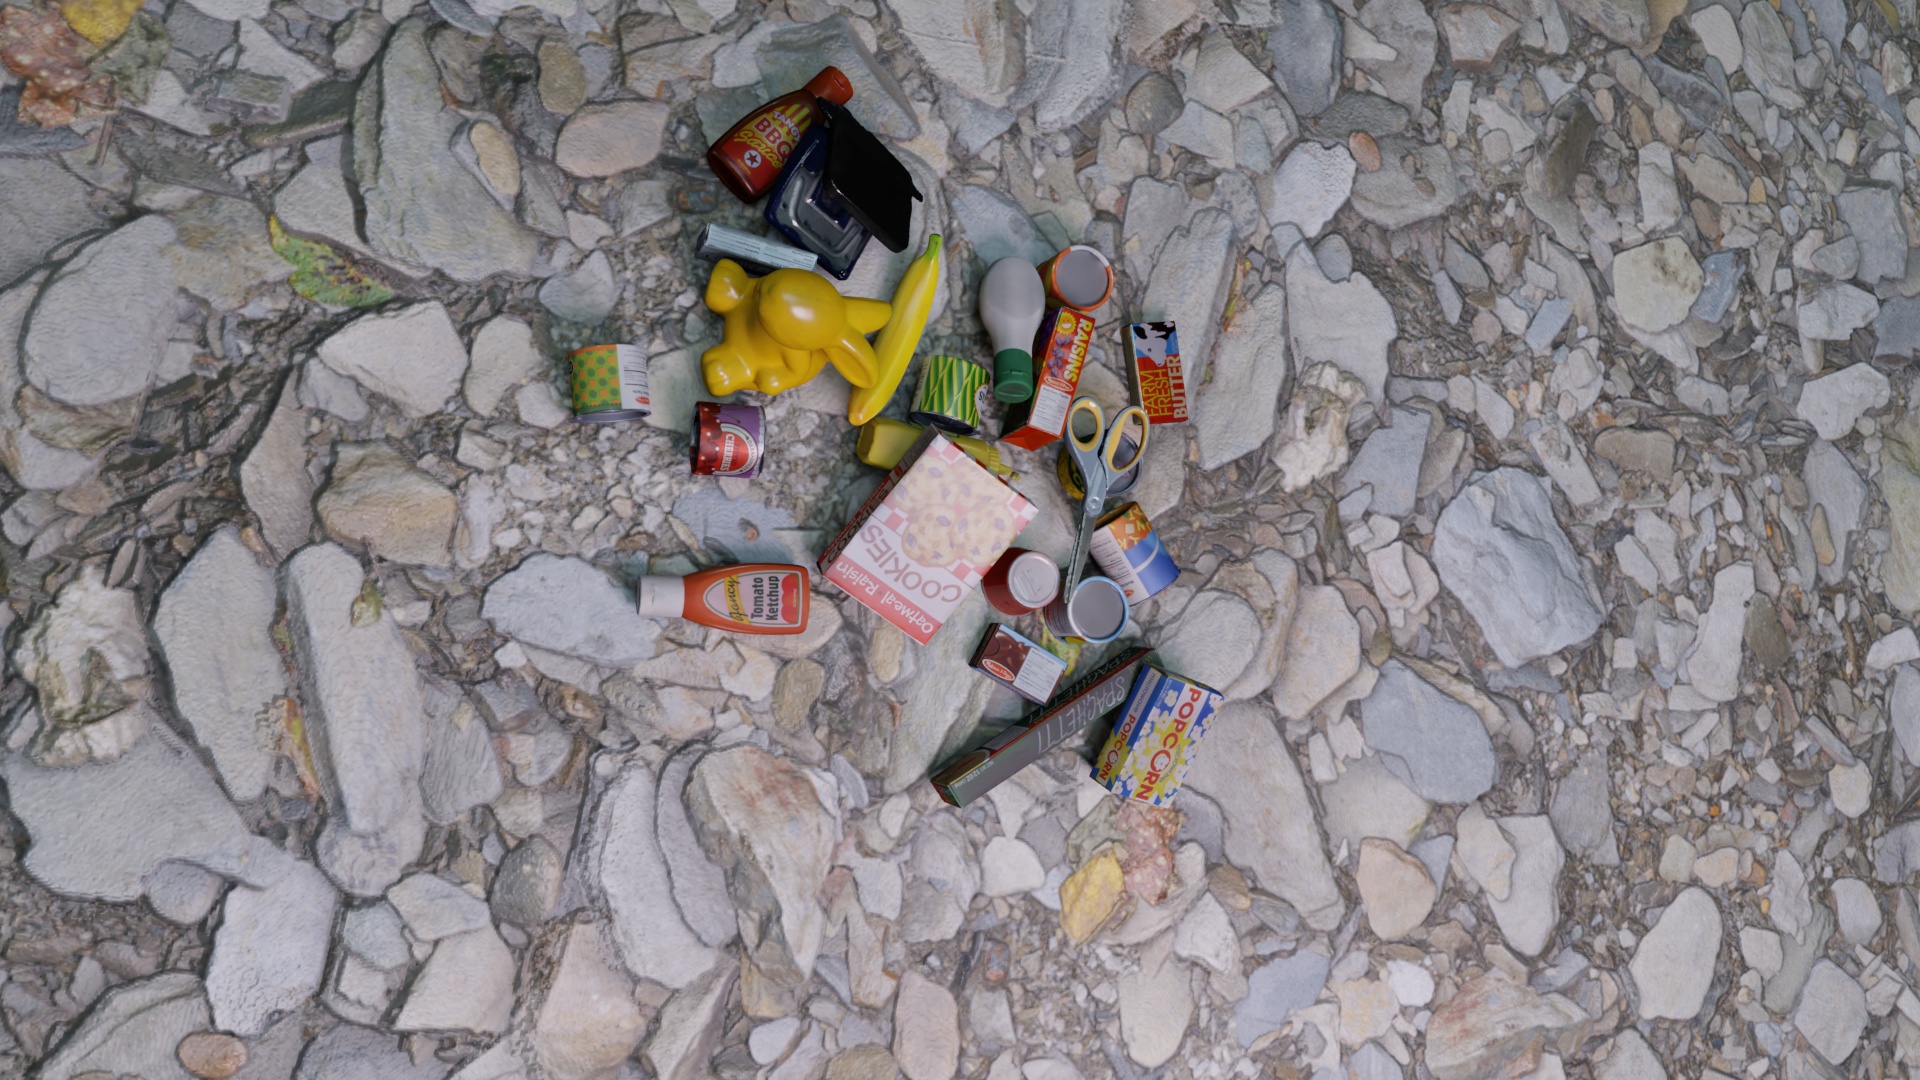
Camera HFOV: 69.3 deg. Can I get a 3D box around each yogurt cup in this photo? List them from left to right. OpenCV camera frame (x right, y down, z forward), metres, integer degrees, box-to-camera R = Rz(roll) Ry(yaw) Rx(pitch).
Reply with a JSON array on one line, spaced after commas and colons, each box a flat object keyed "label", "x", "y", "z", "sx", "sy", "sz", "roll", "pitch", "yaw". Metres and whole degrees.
[{"label": "yogurt cup", "x": 0.061, "y": 0.038, "z": 1.325, "sx": 0.072, "sy": 0.054, "sz": 0.072, "roll": 1, "pitch": 85, "yaw": -19}]

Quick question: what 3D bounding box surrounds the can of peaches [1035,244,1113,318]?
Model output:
[{"label": "can of peaches", "x": 0.109, "y": -0.249, "z": 1.362, "sx": 0.071, "sy": 0.058, "sz": 0.071, "roll": 2, "pitch": 85, "yaw": -20}]

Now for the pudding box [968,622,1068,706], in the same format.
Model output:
[{"label": "pudding box", "x": 0.056, "y": 0.118, "z": 1.329, "sx": 0.083, "sy": 0.030, "sz": 0.050, "roll": 31, "pitch": 77, "yaw": -15}]

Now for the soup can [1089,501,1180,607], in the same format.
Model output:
[{"label": "soup can", "x": 0.168, "y": 0.011, "z": 1.360, "sx": 0.071, "sy": 0.071, "sz": 0.083, "roll": -35, "pitch": 97, "yaw": -19}]

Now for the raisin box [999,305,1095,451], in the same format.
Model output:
[{"label": "raisin box", "x": 0.082, "y": -0.154, "z": 1.331, "sx": 0.040, "sy": 0.086, "sz": 0.123, "roll": 20, "pitch": 80, "yaw": -13}]

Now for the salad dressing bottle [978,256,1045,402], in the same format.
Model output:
[{"label": "salad dressing bottle", "x": 0.049, "y": -0.200, "z": 1.315, "sx": 0.064, "sy": 0.043, "sz": 0.148, "roll": 6, "pitch": 59, "yaw": -9}]

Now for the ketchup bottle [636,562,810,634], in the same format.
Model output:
[{"label": "ketchup bottle", "x": -0.210, "y": 0.051, "z": 1.232, "sx": 0.149, "sy": 0.043, "sz": 0.064, "roll": 2, "pitch": 85, "yaw": -19}]

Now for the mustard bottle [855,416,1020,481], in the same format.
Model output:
[{"label": "mustard bottle", "x": -0.015, "y": -0.079, "z": 1.303, "sx": 0.160, "sy": 0.065, "sz": 0.048, "roll": 11, "pitch": 97, "yaw": -23}]

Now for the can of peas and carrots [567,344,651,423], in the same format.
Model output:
[{"label": "can of peas and carrots", "x": -0.306, "y": -0.135, "z": 1.201, "sx": 0.071, "sy": 0.071, "sz": 0.058, "roll": -5, "pitch": 88, "yaw": -20}]

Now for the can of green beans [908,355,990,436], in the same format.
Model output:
[{"label": "can of green beans", "x": -0.010, "y": -0.136, "z": 1.307, "sx": 0.071, "sy": 0.071, "sz": 0.058, "roll": 18, "pitch": 80, "yaw": -18}]

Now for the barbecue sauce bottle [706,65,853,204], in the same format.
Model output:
[{"label": "barbecue sauce bottle", "x": -0.162, "y": -0.380, "z": 1.283, "sx": 0.149, "sy": 0.043, "sz": 0.064, "roll": -47, "pitch": 108, "yaw": -17}]

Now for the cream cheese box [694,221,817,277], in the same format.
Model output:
[{"label": "cream cheese box", "x": -0.185, "y": -0.258, "z": 1.260, "sx": 0.104, "sy": 0.053, "sz": 0.024, "roll": 14, "pitch": 83, "yaw": -18}]

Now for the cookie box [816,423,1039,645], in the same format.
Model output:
[{"label": "cookie box", "x": -0.030, "y": -0.004, "z": 1.264, "sx": 0.123, "sy": 0.040, "sz": 0.167, "roll": 37, "pitch": 99, "yaw": -22}]

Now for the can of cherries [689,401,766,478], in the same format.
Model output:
[{"label": "can of cherries", "x": -0.206, "y": -0.088, "z": 1.229, "sx": 0.058, "sy": 0.071, "sz": 0.071, "roll": 4, "pitch": 85, "yaw": -19}]

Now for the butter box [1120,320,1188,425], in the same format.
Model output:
[{"label": "butter box", "x": 0.197, "y": -0.169, "z": 1.406, "sx": 0.053, "sy": 0.024, "sz": 0.103, "roll": -7, "pitch": 88, "yaw": -20}]

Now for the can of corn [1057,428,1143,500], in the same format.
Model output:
[{"label": "can of corn", "x": 0.135, "y": -0.070, "z": 1.357, "sx": 0.071, "sy": 0.058, "sz": 0.071, "roll": 2, "pitch": 86, "yaw": -20}]

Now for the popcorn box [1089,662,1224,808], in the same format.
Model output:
[{"label": "popcorn box", "x": 0.190, "y": 0.188, "z": 1.338, "sx": 0.085, "sy": 0.038, "sz": 0.126, "roll": 23, "pitch": 96, "yaw": -37}]

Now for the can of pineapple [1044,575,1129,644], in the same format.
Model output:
[{"label": "can of pineapple", "x": 0.124, "y": 0.067, "z": 1.343, "sx": 0.071, "sy": 0.058, "sz": 0.071, "roll": 2, "pitch": 85, "yaw": -20}]

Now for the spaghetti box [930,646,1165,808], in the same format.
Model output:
[{"label": "spaghetti box", "x": 0.087, "y": 0.175, "z": 1.325, "sx": 0.251, "sy": 0.050, "sz": 0.028, "roll": -31, "pitch": 99, "yaw": -20}]
